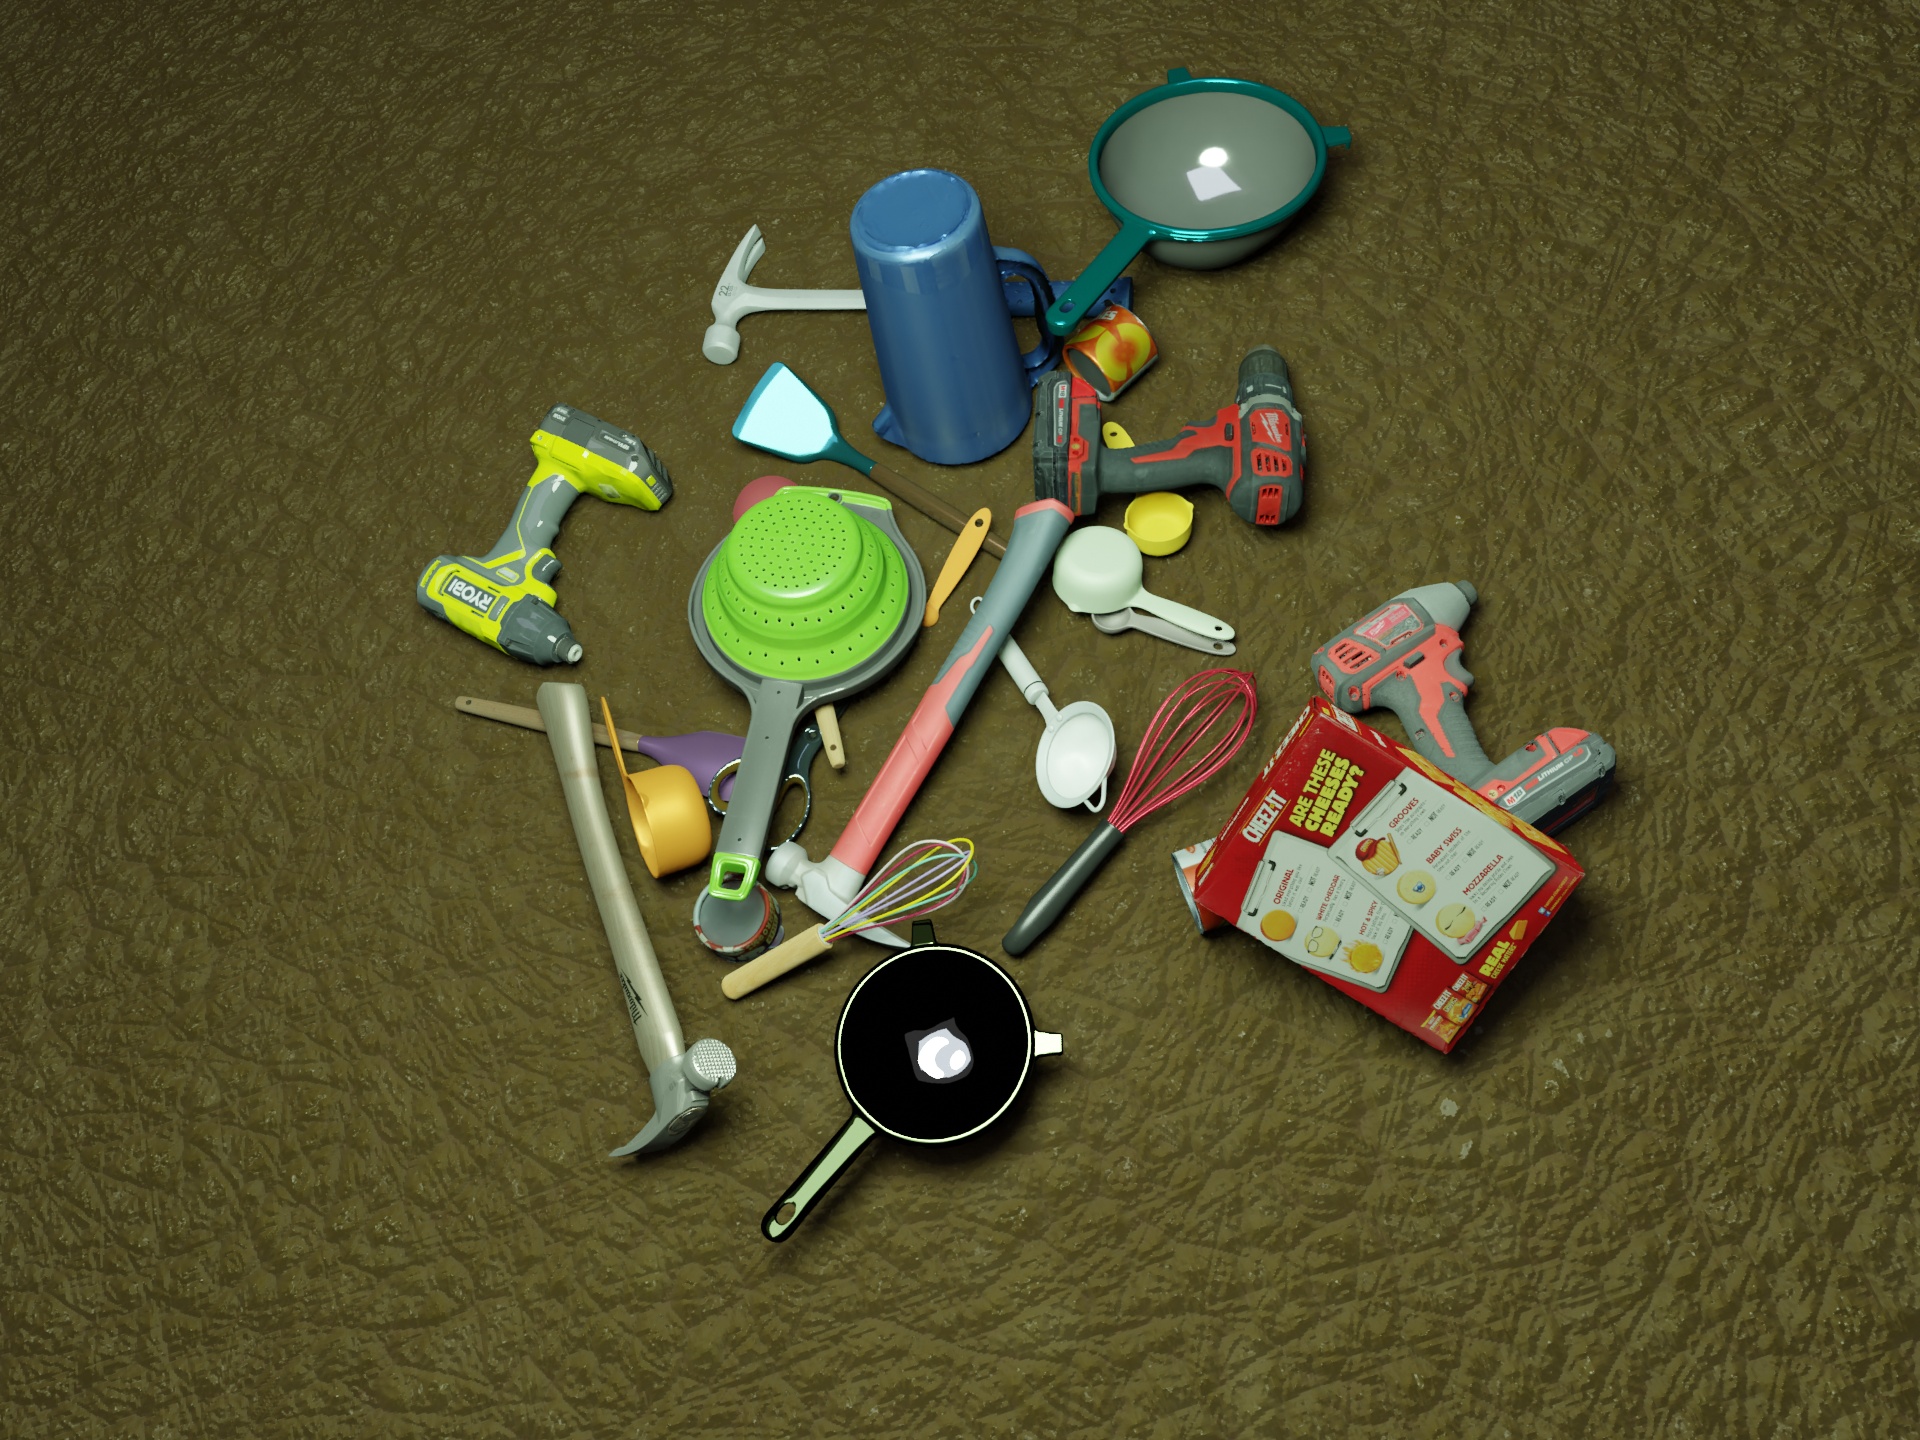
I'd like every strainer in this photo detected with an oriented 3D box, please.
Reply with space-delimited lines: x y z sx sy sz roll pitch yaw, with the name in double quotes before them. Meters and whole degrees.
"strainer" -0.050 0.286 1.184 0.152 0.069 0.256 38 79 21
"strainer" 0.068 -0.017 1.300 0.087 0.050 0.259 -51 50 24
"strainer" 0.186 -0.436 1.431 0.211 0.095 0.340 31 69 23

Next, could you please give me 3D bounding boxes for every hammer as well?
"hammer" -0.285 0.142 1.282 0.146 0.038 0.411 -47 53 34
"hammer" -0.002 -0.004 1.289 0.143 0.038 0.386 29 84 20
"hammer" -0.040 -0.404 1.506 0.405 0.035 0.144 3 67 13

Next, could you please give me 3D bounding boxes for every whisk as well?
"whisk" 0.133 0.070 1.251 0.073 0.073 0.296 39 84 23
"whisk" -0.087 0.155 1.232 0.245 0.051 0.047 -31 56 20

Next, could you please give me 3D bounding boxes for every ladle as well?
"ladle" -0.142 -0.095 1.384 0.069 0.031 0.316 -17 62 0

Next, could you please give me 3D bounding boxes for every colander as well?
"colander" -0.147 -0.051 1.289 0.204 0.094 0.397 7 62 8

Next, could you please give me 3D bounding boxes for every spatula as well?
"spatula" -0.300 0.017 1.381 0.316 0.018 0.060 12 68 15
"spatula" -0.062 -0.213 1.422 0.318 0.044 0.082 33 92 21

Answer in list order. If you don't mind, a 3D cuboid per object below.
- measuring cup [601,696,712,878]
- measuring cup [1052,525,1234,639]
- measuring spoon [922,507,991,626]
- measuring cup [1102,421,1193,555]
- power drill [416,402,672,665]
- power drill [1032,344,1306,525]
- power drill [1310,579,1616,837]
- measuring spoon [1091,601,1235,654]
"measuring cup" -0.253 0.046 1.320 0.052 0.095 0.174 -14 61 -19
"measuring cup" 0.154 -0.112 1.324 0.168 0.038 0.083 26 57 22
"measuring spoon" -0.006 -0.134 1.379 0.021 0.011 0.117 29 88 16
"measuring cup" 0.156 -0.203 1.389 0.062 0.029 0.157 -18 52 -3
"power drill" -0.367 -0.163 1.444 0.171 0.080 0.223 26 77 21
"power drill" 0.179 -0.249 1.356 0.226 0.080 0.188 1 53 6
"power drill" 0.390 -0.009 1.226 0.143 0.078 0.220 -34 61 -4
"measuring spoon" 0.169 -0.072 1.332 0.124 0.018 0.034 17 55 11
